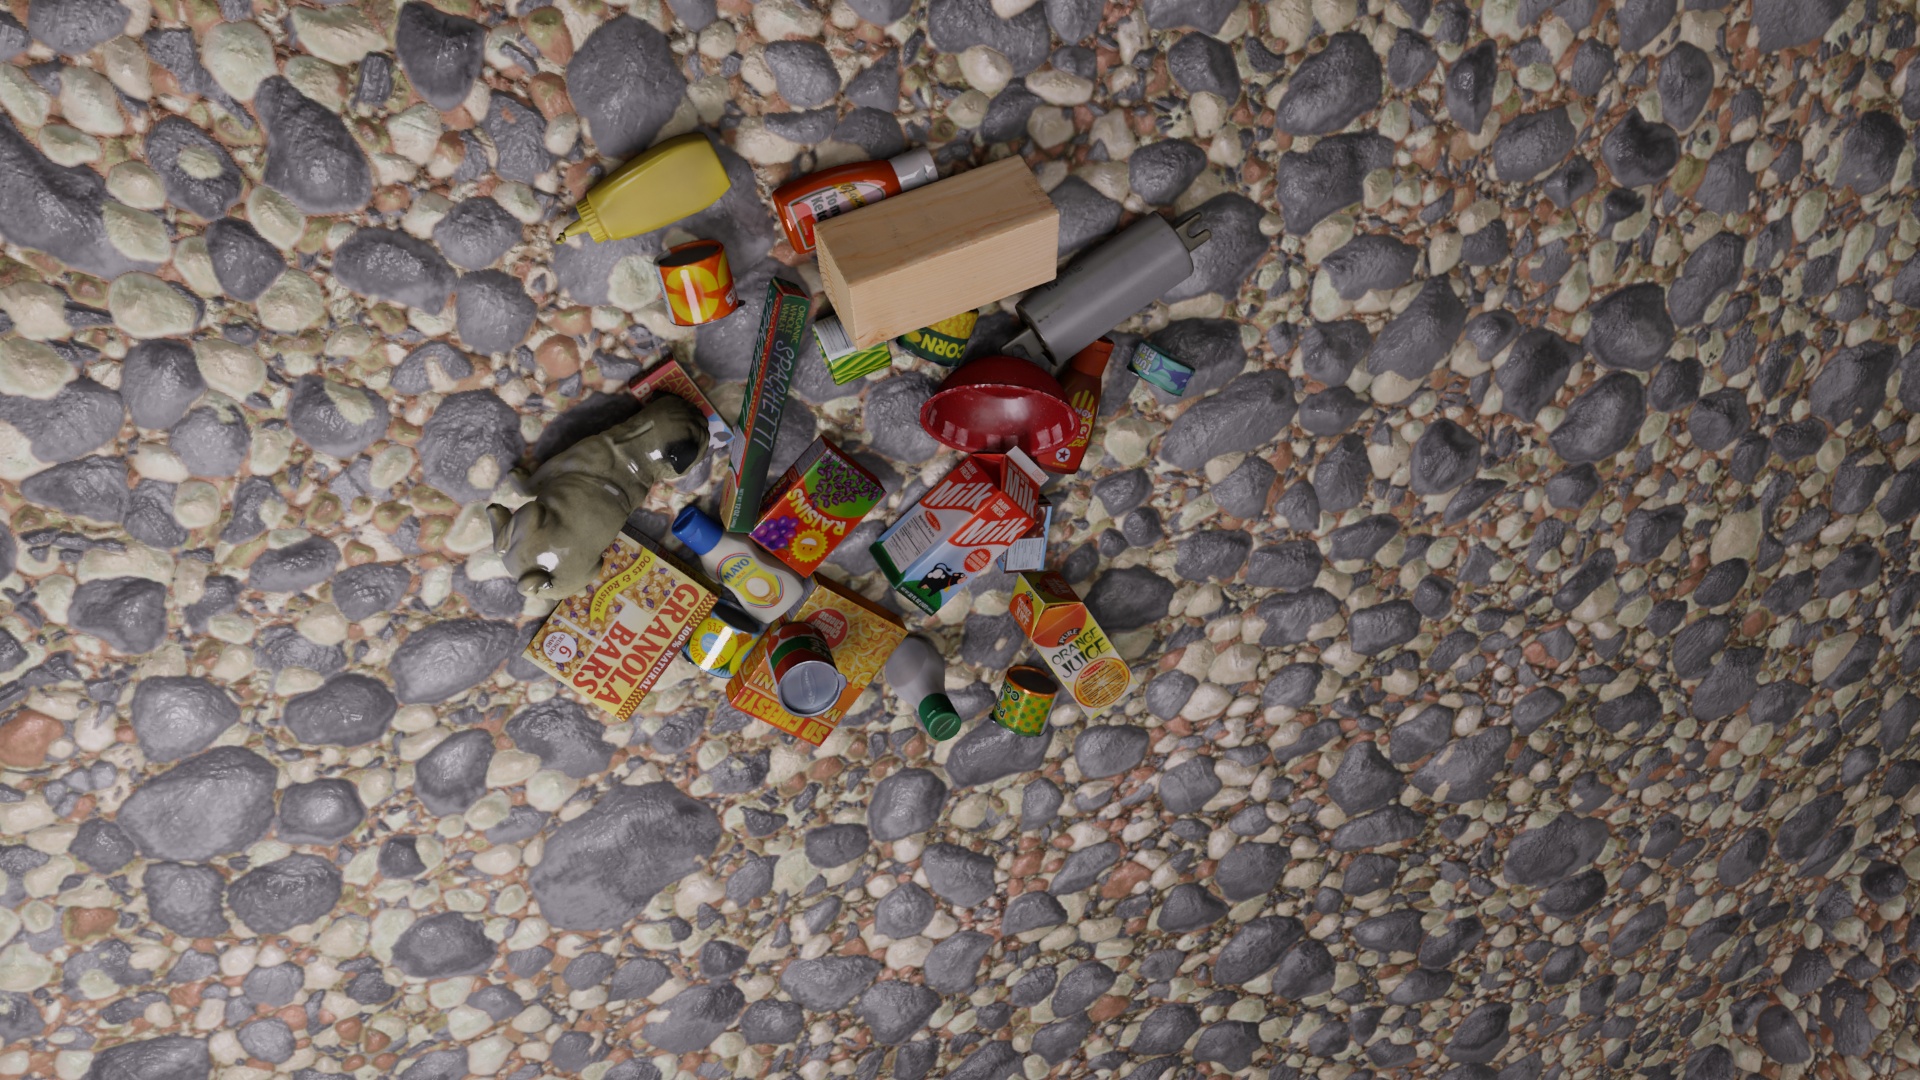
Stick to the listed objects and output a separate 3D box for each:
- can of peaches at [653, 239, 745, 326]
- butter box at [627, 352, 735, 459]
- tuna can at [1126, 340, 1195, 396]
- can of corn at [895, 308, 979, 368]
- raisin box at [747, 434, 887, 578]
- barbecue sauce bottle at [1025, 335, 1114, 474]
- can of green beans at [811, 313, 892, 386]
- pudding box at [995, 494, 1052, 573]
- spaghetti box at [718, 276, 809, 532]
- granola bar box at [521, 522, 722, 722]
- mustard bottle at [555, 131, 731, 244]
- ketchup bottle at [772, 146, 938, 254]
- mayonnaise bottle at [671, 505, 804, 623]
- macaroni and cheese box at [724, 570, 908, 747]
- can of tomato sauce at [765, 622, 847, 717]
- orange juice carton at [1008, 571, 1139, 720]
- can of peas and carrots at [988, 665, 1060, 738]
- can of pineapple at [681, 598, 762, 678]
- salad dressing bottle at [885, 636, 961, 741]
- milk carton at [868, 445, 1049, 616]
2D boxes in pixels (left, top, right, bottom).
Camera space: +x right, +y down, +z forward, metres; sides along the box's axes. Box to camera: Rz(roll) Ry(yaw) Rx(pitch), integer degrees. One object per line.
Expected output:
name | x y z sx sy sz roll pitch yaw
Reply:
can of peaches | -0.237 -0.234 1.258 0.071 0.071 0.057 -18 121 -10
butter box | -0.267 -0.125 1.330 0.053 0.024 0.103 -35 123 0
tuna can | 0.208 -0.181 1.451 0.071 0.071 0.032 20 108 -28
can of corn | -0.021 -0.207 1.350 0.071 0.071 0.058 14 111 -26
raisin box | -0.149 -0.034 1.414 0.123 0.040 0.086 -46 123 8
barbecue sauce bottle | 0.117 -0.144 1.451 0.065 0.044 0.148 11 112 -24
can of green beans | -0.104 -0.188 1.332 0.058 0.071 0.071 -23 122 -7
pudding box | 0.069 -0.007 1.514 0.050 0.030 0.083 -3 118 -17
spaghetti box | -0.192 -0.128 1.341 0.029 0.050 0.249 6 114 -25
granola bar box | -0.336 0.080 1.386 0.124 0.039 0.165 36 101 -13
mustard bottle | -0.284 -0.300 1.216 0.160 0.049 0.065 -27 122 -4
ketchup bottle | -0.095 -0.320 1.279 0.149 0.044 0.064 -24 129 -7
mayonnaise bottle | -0.229 0.022 1.412 0.064 0.041 0.148 -41 123 9
macaroni and cheese box | -0.155 0.129 1.497 0.123 0.040 0.166 31 102 -30
can of tomato sauce | -0.159 0.131 1.422 0.071 0.083 0.071 -7 117 -14
orange juice carton | 0.120 0.108 1.569 0.073 0.072 0.192 -36 123 1
can of peas and carrots | 0.074 0.184 1.597 0.071 0.071 0.058 9 113 -24
can of pineapple | -0.247 0.101 1.431 0.071 0.071 0.057 26 105 -30
salad dressing bottle | -0.039 0.159 1.492 0.064 0.148 0.044 -43 123 6
milk carton | 0.005 -0.018 1.450 0.190 0.074 0.072 -43 136 6
